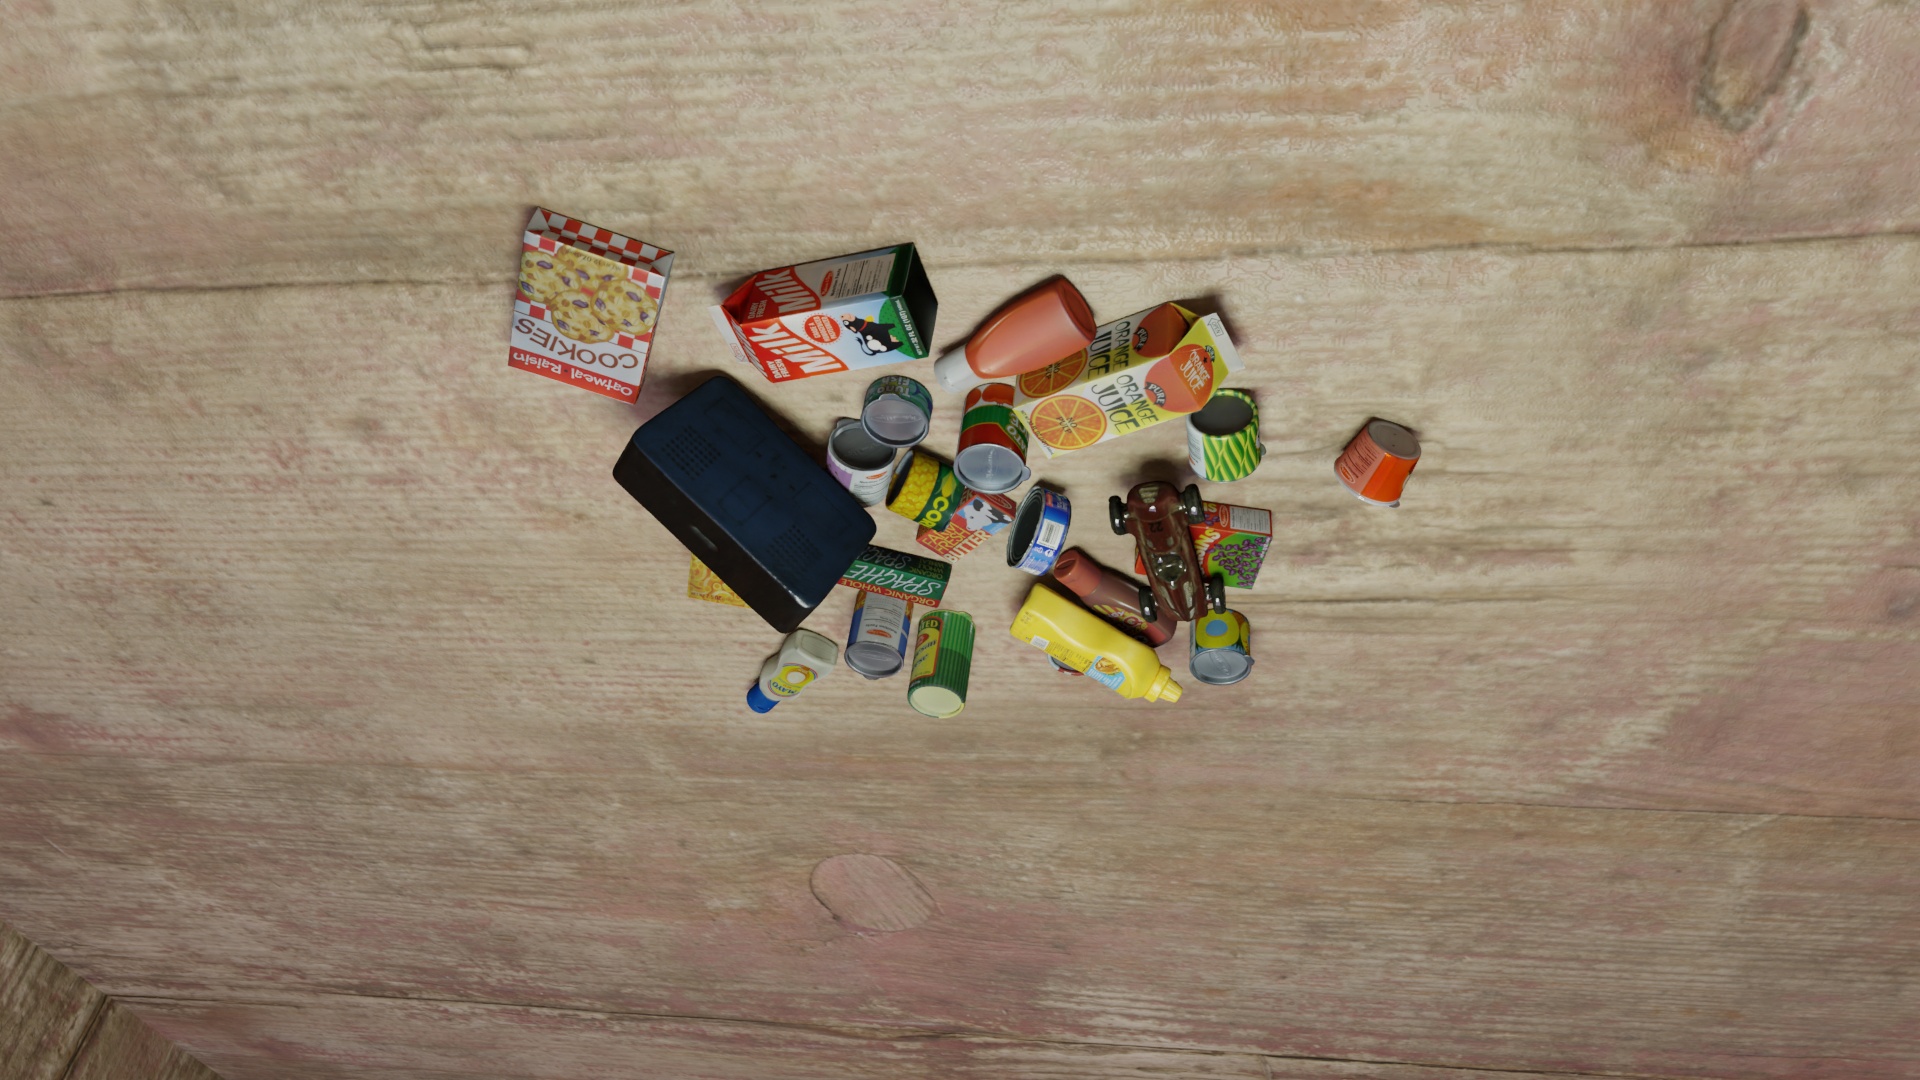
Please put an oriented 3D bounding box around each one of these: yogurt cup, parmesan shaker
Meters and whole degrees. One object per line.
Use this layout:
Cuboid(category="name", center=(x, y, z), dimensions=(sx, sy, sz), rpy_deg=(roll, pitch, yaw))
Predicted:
Cuboid(category="yogurt cup", center=(0.385, -0.073, 1.275), dimensions=(0.072, 0.073, 0.053), rpy_deg=(16, 131, -9))
Cuboid(category="parmesan shaker", center=(-0.020, 0.137, 1.551), dimensions=(0.071, 0.103, 0.071), rpy_deg=(5, 139, 4))

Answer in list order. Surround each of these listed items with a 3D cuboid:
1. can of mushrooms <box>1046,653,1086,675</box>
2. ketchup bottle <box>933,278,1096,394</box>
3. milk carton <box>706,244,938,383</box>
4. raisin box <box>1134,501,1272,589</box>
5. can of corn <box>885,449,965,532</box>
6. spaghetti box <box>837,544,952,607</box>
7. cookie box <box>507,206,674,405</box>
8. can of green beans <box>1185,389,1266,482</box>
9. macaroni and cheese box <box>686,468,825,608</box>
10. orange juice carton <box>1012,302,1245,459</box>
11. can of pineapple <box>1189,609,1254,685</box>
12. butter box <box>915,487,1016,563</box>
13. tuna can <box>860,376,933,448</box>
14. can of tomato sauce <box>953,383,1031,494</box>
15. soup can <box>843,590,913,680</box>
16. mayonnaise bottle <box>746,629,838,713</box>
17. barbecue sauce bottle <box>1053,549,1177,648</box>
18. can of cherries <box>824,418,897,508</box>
Cuboid(category="can of mushrooms", center=(0.133, 0.121, 1.561), dimensions=(0.071, 0.034, 0.070), rpy_deg=(5, 138, 5))
Cuboid(category="ketchup bottle", center=(0.044, -0.174, 1.229), dimensions=(0.148, 0.044, 0.064), rpy_deg=(-23, 116, 32))
Cuboid(category="milk carton", center=(-0.123, -0.194, 1.212), dimensions=(0.190, 0.074, 0.072), rpy_deg=(-7, 137, 17))
Cuboid(category="raisin box", center=(0.243, 0.002, 1.402), dimensions=(0.123, 0.040, 0.085), rpy_deg=(7, 139, 0))
Cuboid(category="can of corn", center=(-0.035, -0.048, 1.367), dimensions=(0.058, 0.071, 0.070), rpy_deg=(24, 137, -16))
Cuboid(category="spaghetti box", center=(-0.134, 0.021, 1.495), dimensions=(0.250, 0.029, 0.049), rpy_deg=(14, 138, -6))
Cuboid(category="cookie box", center=(-0.337, -0.208, 1.258), dimensions=(0.123, 0.040, 0.166), rpy_deg=(17, 137, -10))
Cuboid(category="can of green beans", center=(0.240, -0.096, 1.269), dimensions=(0.071, 0.071, 0.057), rpy_deg=(-2, 137, 12))
Cuboid(category="macaroni and cheese box", center=(-0.211, -0.008, 1.432), dimensions=(0.124, 0.040, 0.165), rpy_deg=(10, 121, -4))
Cuboid(category="orange juice carton", center=(0.148, -0.145, 1.223), dimensions=(0.192, 0.073, 0.071), rpy_deg=(-17, 133, 26))
Cuboid(category="can of pineapple", center=(0.284, 0.116, 1.511), dimensions=(0.071, 0.058, 0.070), rpy_deg=(5, 139, 4))
Cuboid(category="butter box", center=(0.005, -0.018, 1.430), dimensions=(0.053, 0.024, 0.103), rpy_deg=(31, 134, -25))
Cuboid(category="tuna can", center=(-0.060, -0.123, 1.314), dimensions=(0.071, 0.033, 0.070), rpy_deg=(5, 139, 4))
Cuboid(category="can of tomato sauce", center=(0.033, -0.095, 1.291), dimensions=(0.071, 0.083, 0.070), rpy_deg=(5, 139, 4))
Cuboid(category="soup can", center=(-0.090, 0.101, 1.537), dimensions=(0.071, 0.084, 0.071), rpy_deg=(5, 139, 4))
Cuboid(category="mayonnaise bottle", center=(-0.206, 0.160, 1.657), dimensions=(0.065, 0.041, 0.147), rpy_deg=(27, 135, -22))
Cuboid(category="barbecue sauce bottle", center=(0.162, 0.063, 1.481), dimensions=(0.148, 0.044, 0.064), rpy_deg=(36, 143, -28))
Cuboid(category="can of cherries", center=(-0.099, -0.076, 1.353), dimensions=(0.071, 0.072, 0.058), rpy_deg=(11, 140, -3))
